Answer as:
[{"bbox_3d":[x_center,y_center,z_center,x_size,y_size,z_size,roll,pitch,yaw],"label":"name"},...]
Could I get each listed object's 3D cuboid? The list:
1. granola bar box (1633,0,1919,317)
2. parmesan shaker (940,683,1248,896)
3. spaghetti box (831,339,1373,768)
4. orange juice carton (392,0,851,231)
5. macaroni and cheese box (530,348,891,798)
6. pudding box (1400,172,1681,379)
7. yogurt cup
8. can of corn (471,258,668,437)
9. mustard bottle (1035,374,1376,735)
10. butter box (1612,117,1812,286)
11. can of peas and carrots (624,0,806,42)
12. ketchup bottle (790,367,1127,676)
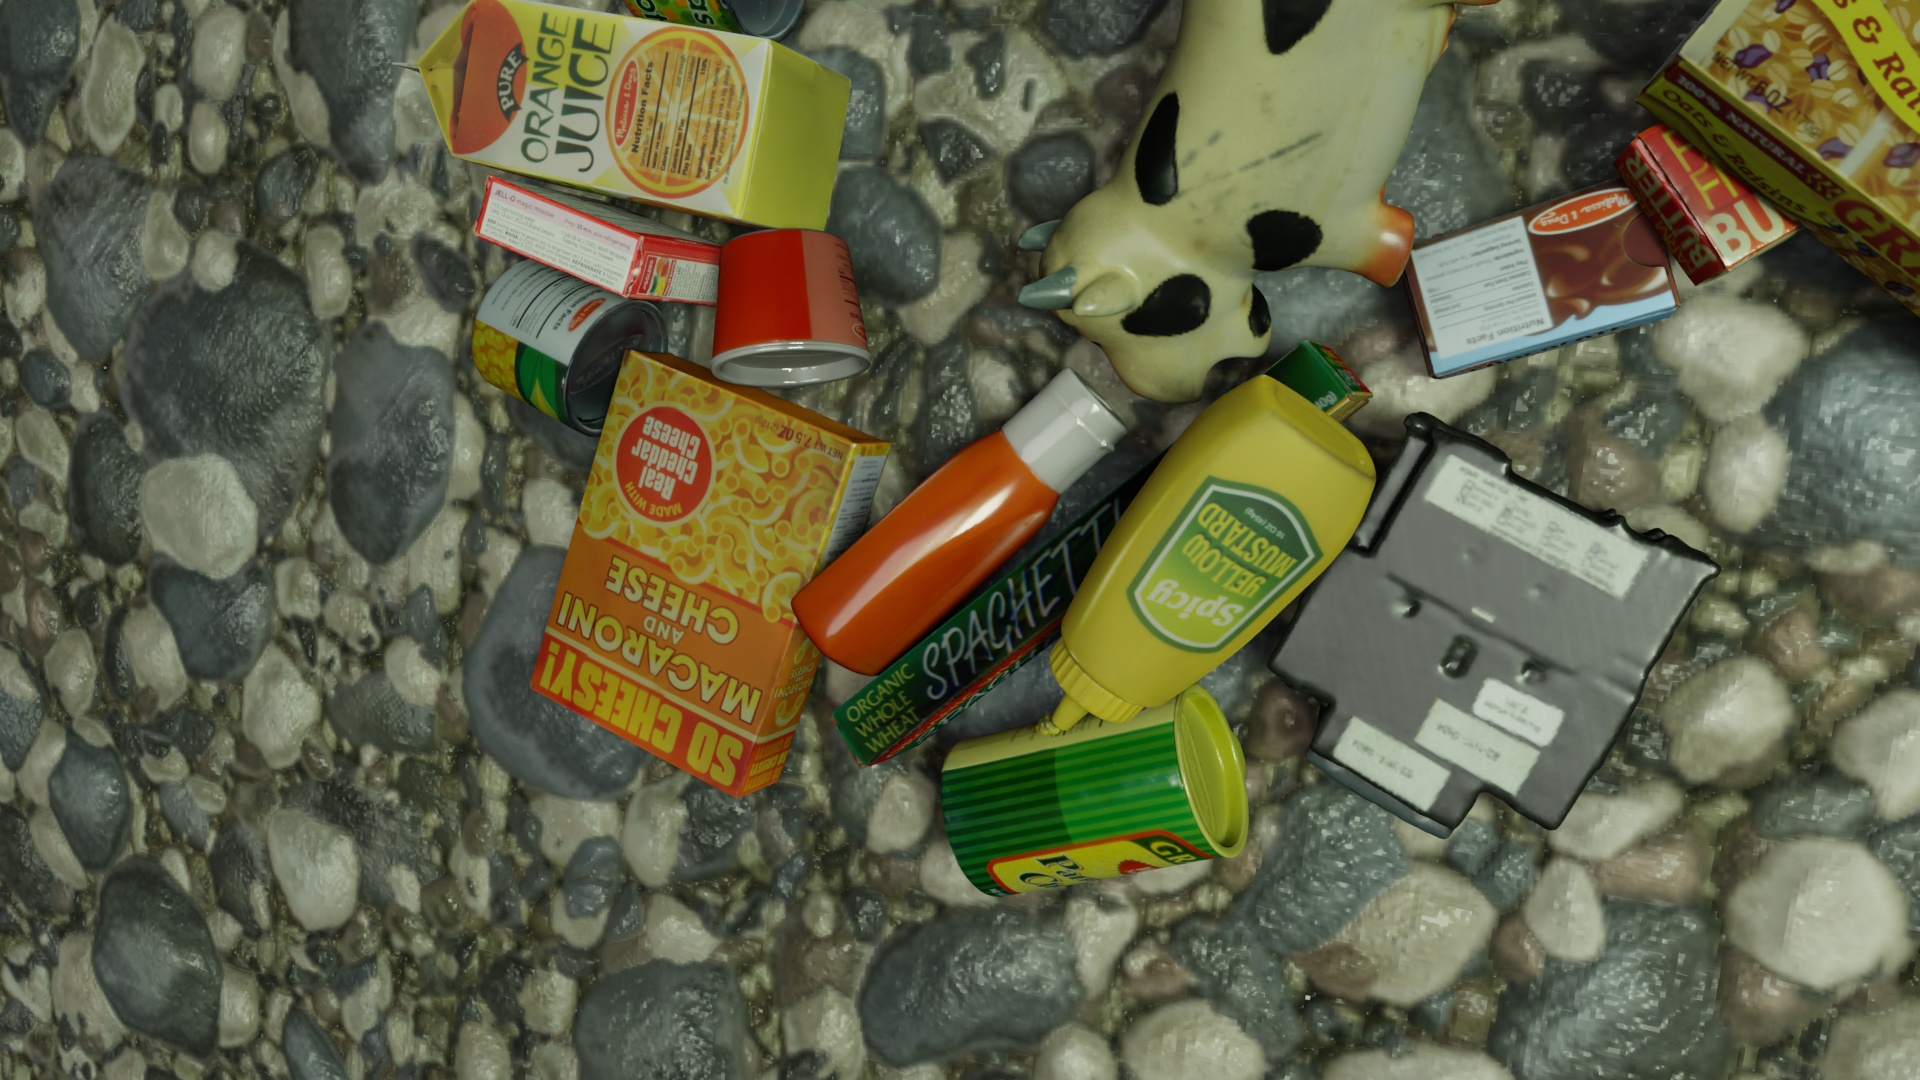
[{"bbox_3d":[0.309,-0.132,0.408,0.165,0.039,0.124,40,92,5],"label":"granola bar box"},{"bbox_3d":[0.053,0.100,0.547,0.103,0.071,0.071,-18,87,27],"label":"parmesan shaker"},{"bbox_3d":[0.050,0.010,0.551,0.249,0.050,0.029,-39,78,21],"label":"spaghetti box"},{"bbox_3d":[-0.152,-0.188,0.610,0.193,0.072,0.073,16,100,21],"label":"orange juice carton"},{"bbox_3d":[-0.115,0.013,0.626,0.124,0.040,0.166,23,102,20],"label":"macaroni and cheese box"},{"bbox_3d":[0.202,-0.091,0.490,0.083,0.030,0.049,-16,87,23],"label":"pudding box"},{"bbox_3d":[-0.073,-0.098,0.589,0.072,0.072,0.054,-7,84,23],"label":"yogurt cup"},{"bbox_3d":[-0.177,-0.087,0.633,0.058,0.071,0.071,27,104,20],"label":"can of corn"},{"bbox_3d":[0.076,0.019,0.493,0.065,0.049,0.159,33,114,-8],"label":"mustard bottle"},{"bbox_3d":[0.271,-0.130,0.444,0.103,0.024,0.053,-29,83,4],"label":"butter box"},{"bbox_3d":[-0.105,-0.246,0.587,0.059,0.071,0.070,15,100,22],"label":"can of peas and carrots"},{"bbox_3d":[0.002,-0.007,0.565,0.148,0.064,0.043,-42,66,11],"label":"ketchup bottle"}]
